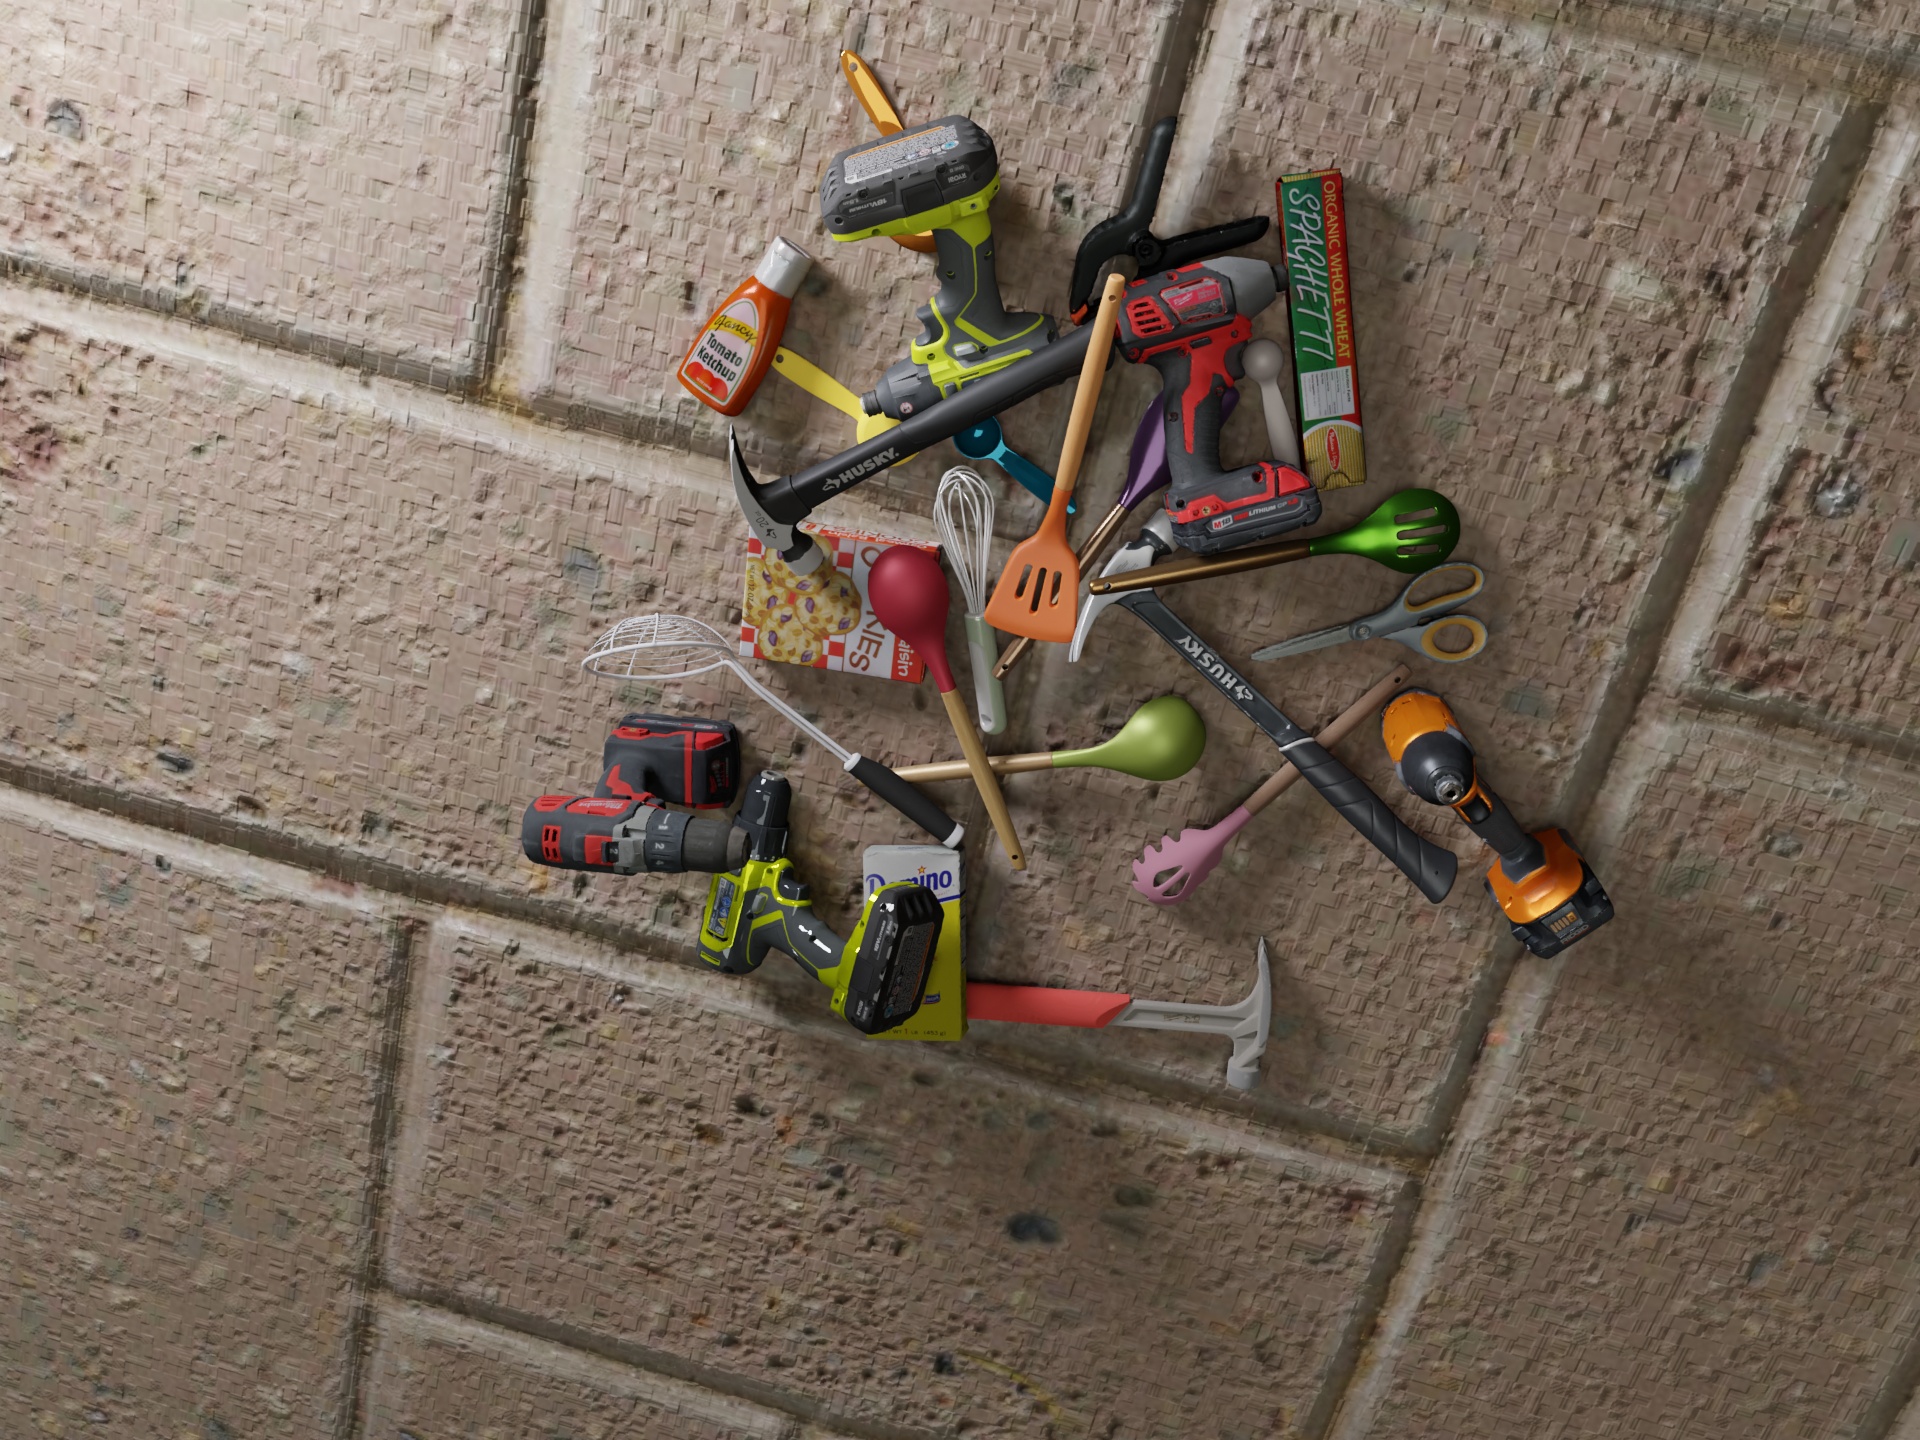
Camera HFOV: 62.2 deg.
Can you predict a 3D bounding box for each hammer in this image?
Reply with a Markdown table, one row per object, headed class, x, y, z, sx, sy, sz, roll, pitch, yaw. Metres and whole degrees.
| class | x | y | z | sx | sy | sz | roll | pitch | yaw |
| --- | --- | --- | --- | --- | --- | --- | --- | --- | --- |
| hammer | 0.268 | 0.011 | 1.352 | 0.409 | 0.036 | 0.149 | 43 | 87 | -5 |
| hammer | -0.029 | -0.237 | 1.271 | 0.335 | 0.035 | 0.146 | -25 | 135 | 14 |
| hammer | 0.110 | 0.263 | 1.498 | 0.359 | 0.037 | 0.149 | 4 | 109 | 7 |

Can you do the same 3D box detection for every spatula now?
| class | x | y | z | sx | sy | sz | roll | pitch | yaw |
| --- | --- | --- | --- | --- | --- | --- | --- | --- | --- |
| spatula | 0.088 | -0.203 | 1.273 | 0.081 | 0.041 | 0.322 | 14 | 131 | 1 |
| spatula | 0.121 | -0.162 | 1.347 | 0.059 | 0.018 | 0.316 | 35 | 104 | -4 |

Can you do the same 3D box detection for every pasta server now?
| class | x | y | z | sx | sy | sz | roll | pitch | yaw |
| --- | --- | --- | --- | --- | --- | --- | --- | --- | --- |
| pasta server | 0.275 | 0.059 | 1.410 | 0.060 | 0.040 | 0.316 | 44 | 105 | -8 |

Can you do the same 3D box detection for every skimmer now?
| class | x | y | z | sx | sy | sz | roll | pitch | yaw |
| --- | --- | --- | --- | --- | --- | --- | --- | --- | --- |
| skimmer | -0.159 | 0.023 | 1.403 | 0.363 | 0.127 | 0.090 | 37 | 67 | -11 |

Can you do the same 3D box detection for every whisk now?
| class | x | y | z | sx | sy | sz | roll | pitch | yaw |
| --- | --- | --- | --- | --- | --- | --- | --- | --- | --- |
| whisk | 0.014 | -0.101 | 1.381 | 0.058 | 0.059 | 0.246 | 14 | 121 | 44 |

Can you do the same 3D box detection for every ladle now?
| class | x | y | z | sx | sy | sz | roll | pitch | yaw |
| --- | --- | --- | --- | --- | --- | --- | --- | --- | --- |
| ladle | 0.061 | 0.032 | 1.428 | 0.320 | 0.062 | 0.078 | -7 | 119 | 18 |
| ladle | -0.002 | -0.004 | 1.387 | 0.069 | 0.031 | 0.315 | -18 | 109 | 13 |

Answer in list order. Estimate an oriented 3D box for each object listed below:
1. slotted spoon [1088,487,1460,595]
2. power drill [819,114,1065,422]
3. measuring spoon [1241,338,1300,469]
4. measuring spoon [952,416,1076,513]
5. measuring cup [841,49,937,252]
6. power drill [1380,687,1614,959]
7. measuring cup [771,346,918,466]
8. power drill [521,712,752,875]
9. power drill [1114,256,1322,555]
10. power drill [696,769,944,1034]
| class | x | y | z | sx | sy | sz | roll | pitch | yaw |
| --- | --- | --- | --- | --- | --- | --- | --- | --- | --- |
| slotted spoon | 0.261 | -0.135 | 1.309 | 0.313 | 0.031 | 0.070 | -10 | 101 | 0 |
| power drill | -0.022 | -0.339 | 1.245 | 0.171 | 0.080 | 0.223 | -16 | 132 | 6 |
| measuring spoon | 0.260 | -0.251 | 1.307 | 0.034 | 0.018 | 0.124 | -15 | 107 | 13 |
| measuring spoon | 0.048 | -0.219 | 1.354 | 0.128 | 0.021 | 0.042 | 36 | 109 | -15 |
| measuring cup | -0.049 | -0.453 | 1.263 | 0.095 | 0.052 | 0.173 | -29 | 105 | 16 |
| power drill | 0.441 | 0.087 | 1.322 | 0.084 | 0.164 | 0.226 | -39 | 102 | 18 |
| measuring cup | -0.102 | -0.270 | 1.346 | 0.156 | 0.029 | 0.062 | 33 | 110 | -4 |
| power drill | -0.254 | 0.071 | 1.381 | 0.188 | 0.227 | 0.080 | 5 | 110 | 7 |
| power drill | 0.209 | -0.253 | 1.261 | 0.143 | 0.078 | 0.219 | -17 | 102 | 0 |
| power drill | -0.132 | 0.165 | 1.440 | 0.229 | 0.080 | 0.190 | 22 | 103 | 31 |
